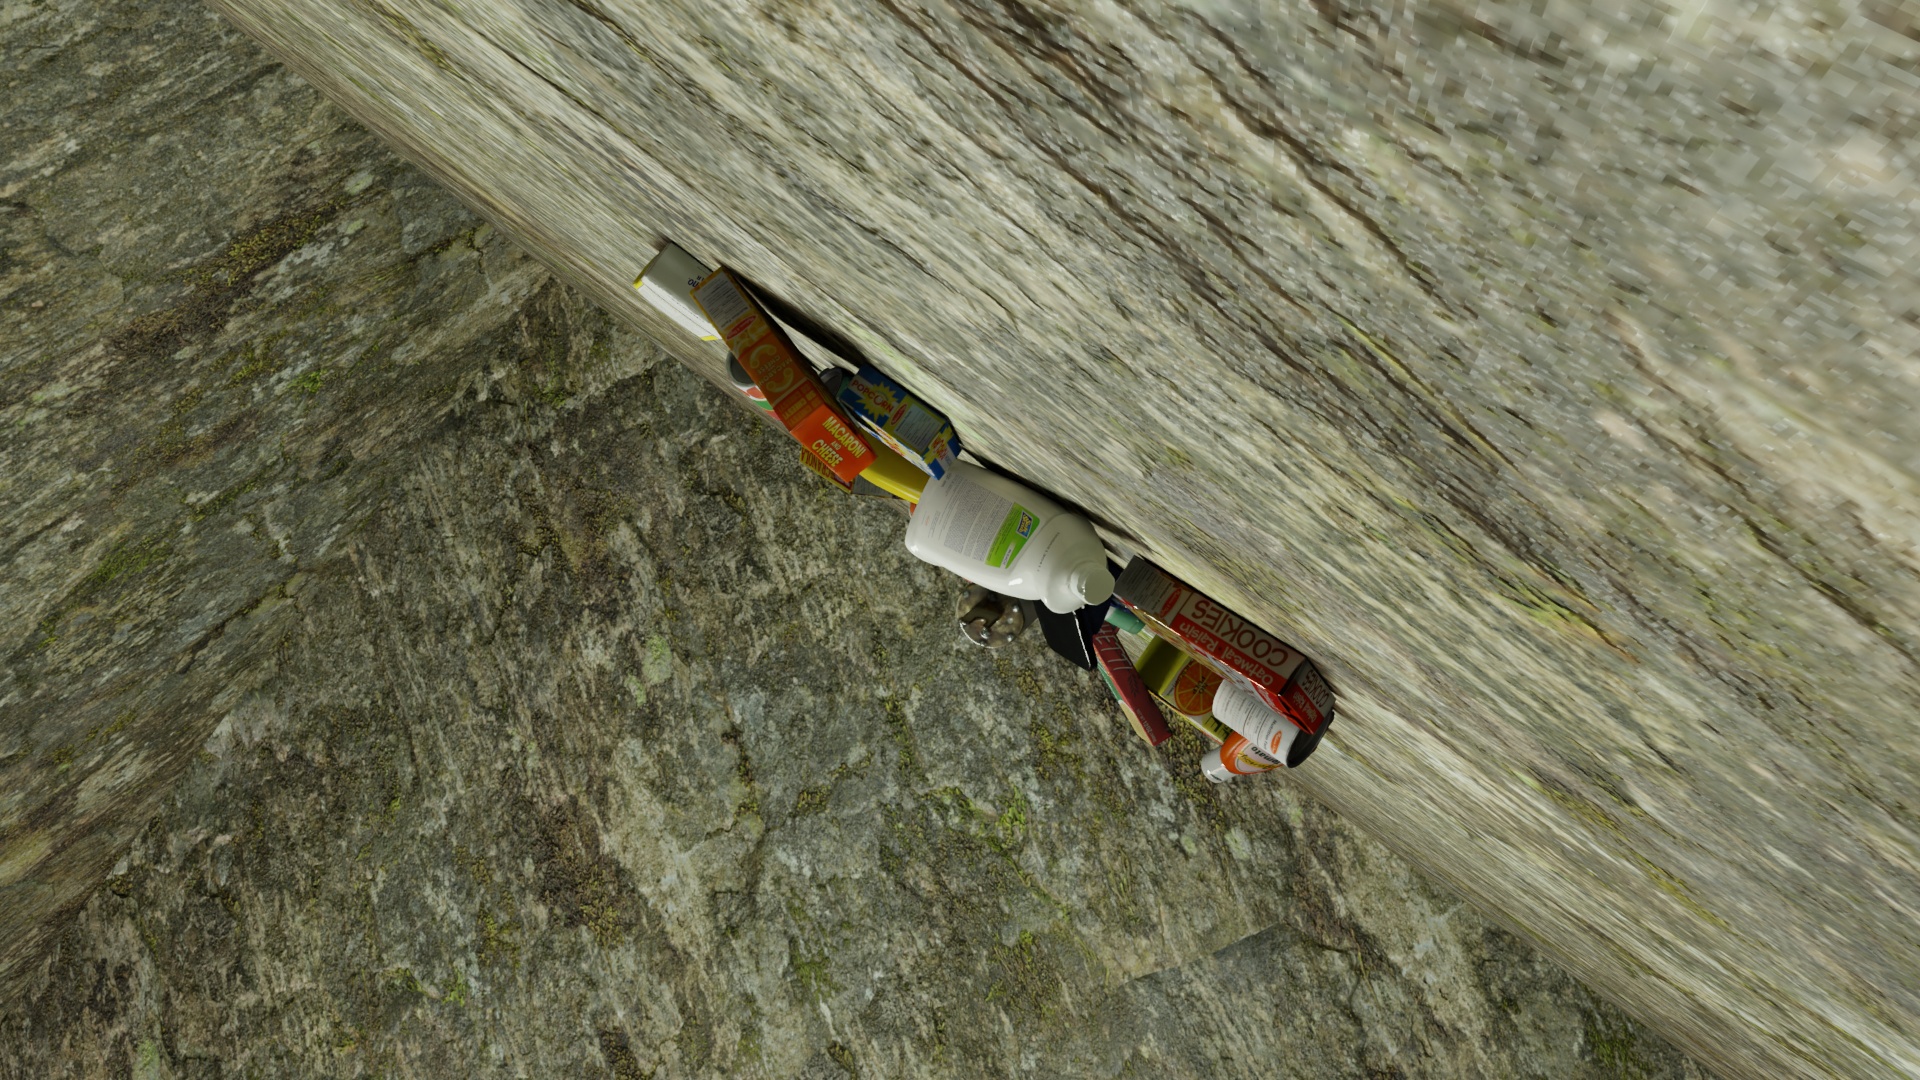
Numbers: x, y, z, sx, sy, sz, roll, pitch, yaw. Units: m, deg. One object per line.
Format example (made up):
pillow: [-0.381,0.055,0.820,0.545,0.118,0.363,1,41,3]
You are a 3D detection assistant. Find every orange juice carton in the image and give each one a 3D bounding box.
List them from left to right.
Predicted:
orange juice carton: [0.287,0.180,1.570,0.192,0.072,0.073,37,177,-29]

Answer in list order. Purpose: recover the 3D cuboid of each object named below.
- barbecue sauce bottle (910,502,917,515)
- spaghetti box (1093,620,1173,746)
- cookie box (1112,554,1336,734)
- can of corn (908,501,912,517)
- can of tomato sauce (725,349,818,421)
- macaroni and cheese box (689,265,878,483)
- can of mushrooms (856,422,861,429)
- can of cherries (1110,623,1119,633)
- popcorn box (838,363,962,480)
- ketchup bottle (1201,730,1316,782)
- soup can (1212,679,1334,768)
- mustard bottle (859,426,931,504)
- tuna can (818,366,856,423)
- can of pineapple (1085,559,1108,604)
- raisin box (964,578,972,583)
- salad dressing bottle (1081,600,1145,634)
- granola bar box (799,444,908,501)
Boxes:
barbecue sauce bottle: [0.005,-0.019,1.495,0.044,0.064,0.149,-8,-157,-41]
spaghetti box: [0.153,0.111,1.498,0.249,0.029,0.050,59,172,-13]
cookie box: [0.213,0.086,1.123,0.168,0.040,0.122,33,177,33]
can of corn: [-0.015,-0.036,1.596,0.058,0.071,0.071,38,176,-37]
can of tomato sauce: [-0.192,-0.168,1.414,0.071,0.071,0.083,34,176,30]
macaroni and cheese box: [-0.145,-0.137,1.156,0.167,0.040,0.123,52,-177,24]
can of mushrooms: [-0.103,-0.124,1.447,0.071,0.033,0.071,35,178,2]
can of cherries: [0.153,0.086,1.627,0.071,0.071,0.058,36,176,-14]
popcorn box: [-0.048,-0.097,1.168,0.085,0.038,0.126,36,178,9]
ketchup bottle: [0.316,0.223,1.493,0.065,0.044,0.148,30,145,-12]
soup can: [0.279,0.152,1.239,0.084,0.071,0.071,34,177,34]
mustard bottle: [-0.034,-0.063,1.372,0.160,0.065,0.049,32,173,-6]
tuna can: [-0.119,-0.126,1.284,0.033,0.071,0.071,36,177,-30]
can of pineapple: [0.091,0.022,1.221,0.071,0.071,0.057,34,177,26]
raisin box: [0.030,0.009,1.580,0.040,0.086,0.123,33,177,13]
salad dressing bottle: [0.125,0.050,1.432,0.147,0.064,0.044,28,173,-12]
granola bar box: [-0.089,-0.079,1.499,0.124,0.039,0.166,6,-168,-27]
